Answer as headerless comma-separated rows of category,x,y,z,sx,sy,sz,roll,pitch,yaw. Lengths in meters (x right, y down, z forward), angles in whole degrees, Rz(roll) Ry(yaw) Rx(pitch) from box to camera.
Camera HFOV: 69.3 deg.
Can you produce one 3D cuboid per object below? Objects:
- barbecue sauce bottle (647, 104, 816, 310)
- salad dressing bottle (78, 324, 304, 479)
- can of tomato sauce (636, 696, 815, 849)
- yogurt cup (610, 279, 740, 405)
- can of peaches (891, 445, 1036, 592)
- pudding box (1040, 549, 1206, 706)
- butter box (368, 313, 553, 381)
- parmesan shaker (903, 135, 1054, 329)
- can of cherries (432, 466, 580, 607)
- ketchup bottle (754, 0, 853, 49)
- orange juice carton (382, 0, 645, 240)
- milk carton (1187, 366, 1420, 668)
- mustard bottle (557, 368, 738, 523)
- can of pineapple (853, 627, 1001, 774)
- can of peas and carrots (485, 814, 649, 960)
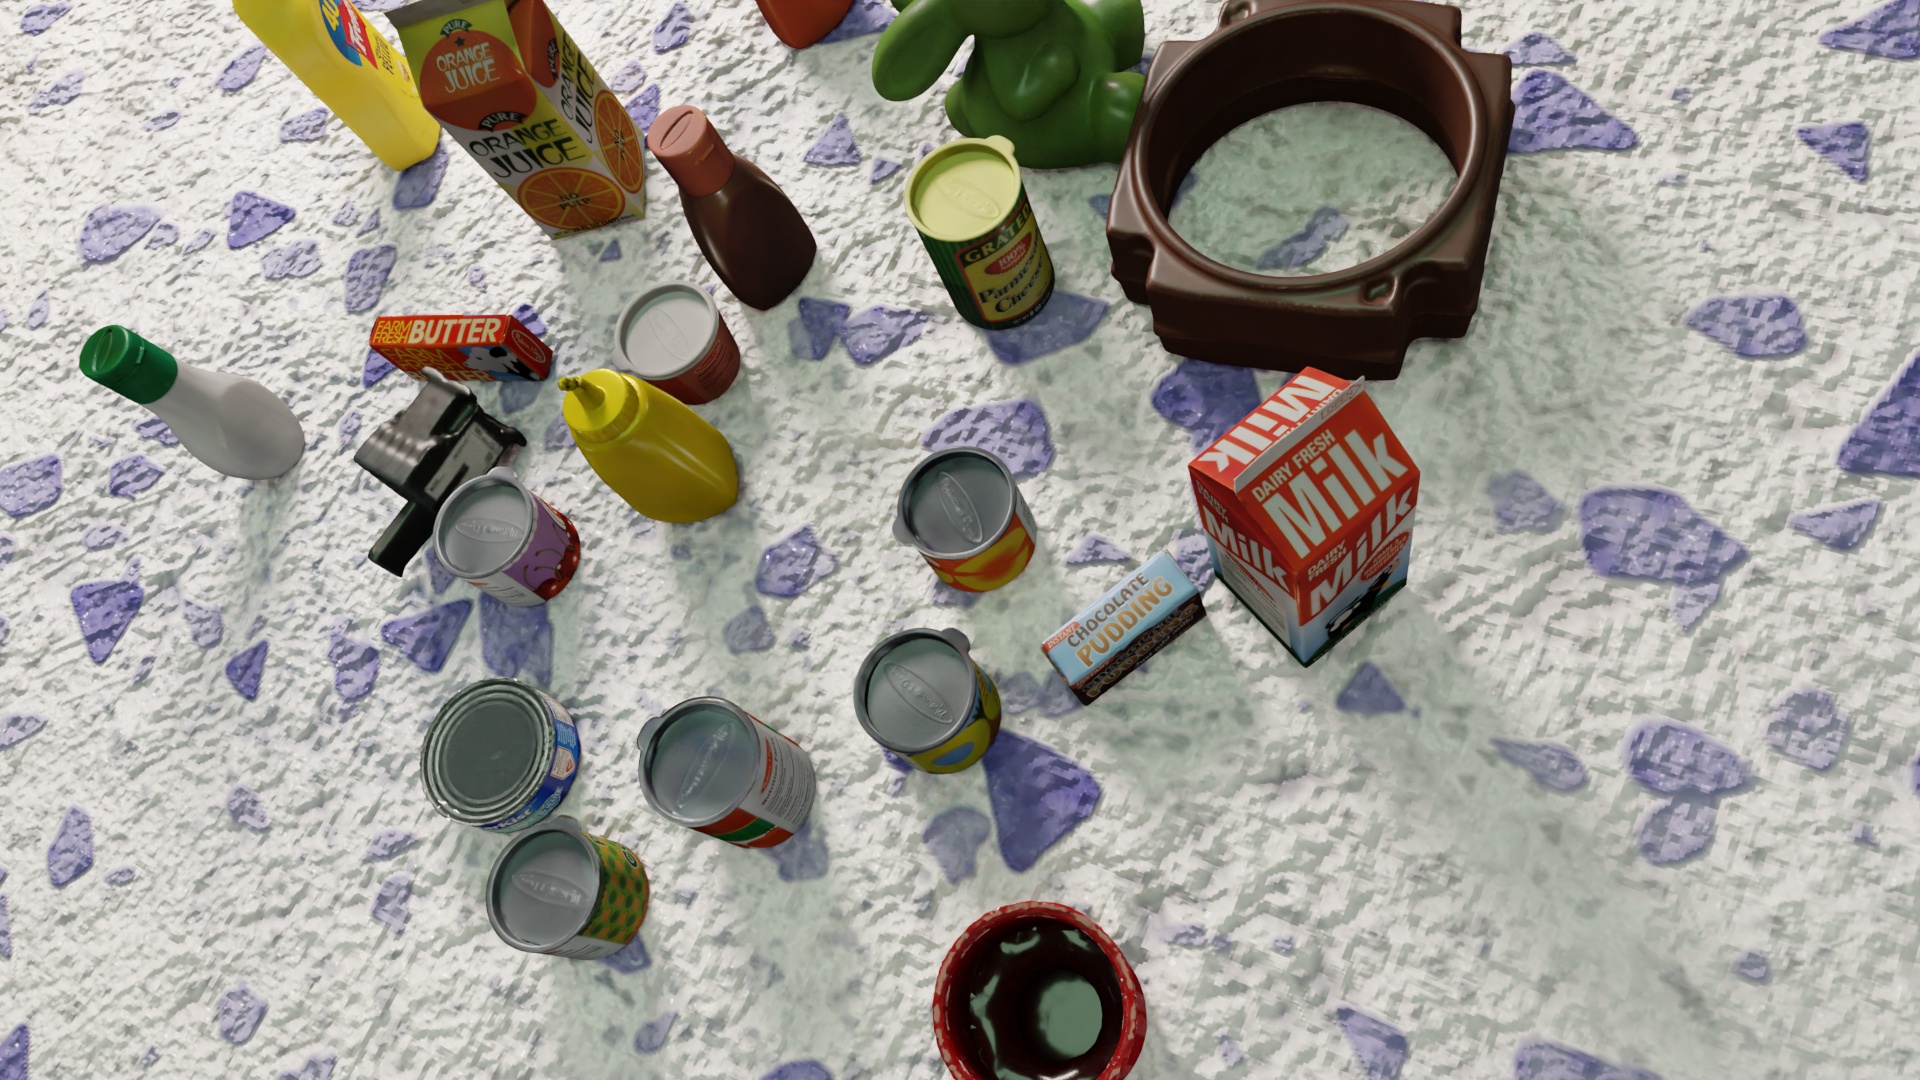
barbecue sauce bottle,-0.137,-0.199,0.829,0.044,0.148,0.065,32,81,24
salad dressing bottle,-0.485,-0.087,0.883,0.044,0.147,0.064,-1,69,16
can of tomato sauce,-0.123,0.124,0.732,0.071,0.083,0.071,-6,68,14
yogurt cup,-0.171,-0.119,0.860,0.072,0.054,0.072,-5,68,14
can of peaches,0.003,-0.010,0.764,0.071,0.058,0.071,-5,68,14
pudding box,0.085,0.046,0.724,0.084,0.049,0.030,-37,64,-1
butter box,-0.326,-0.125,0.906,0.103,0.053,0.024,2,70,16
parmesan shaker,0.016,-0.176,0.802,0.071,0.103,0.071,-6,68,14
can of cherries,-0.271,-0.001,0.838,0.071,0.058,0.072,-5,68,14
ketchup bottle,-0.119,-0.390,0.901,0.065,0.148,0.043,-46,65,-5
orange juice carton,-0.274,-0.276,0.874,0.072,0.192,0.073,-11,67,12
milk carton,0.161,-0.013,0.648,0.072,0.190,0.073,-40,64,-2
mustard bottle,-0.179,-0.058,0.778,0.065,0.160,0.049,-15,66,10
can of pineapple,-0.015,0.085,0.732,0.071,0.057,0.071,-5,68,14
can of peas and carrots,-0.209,0.187,0.745,0.071,0.058,0.071,-5,68,14
